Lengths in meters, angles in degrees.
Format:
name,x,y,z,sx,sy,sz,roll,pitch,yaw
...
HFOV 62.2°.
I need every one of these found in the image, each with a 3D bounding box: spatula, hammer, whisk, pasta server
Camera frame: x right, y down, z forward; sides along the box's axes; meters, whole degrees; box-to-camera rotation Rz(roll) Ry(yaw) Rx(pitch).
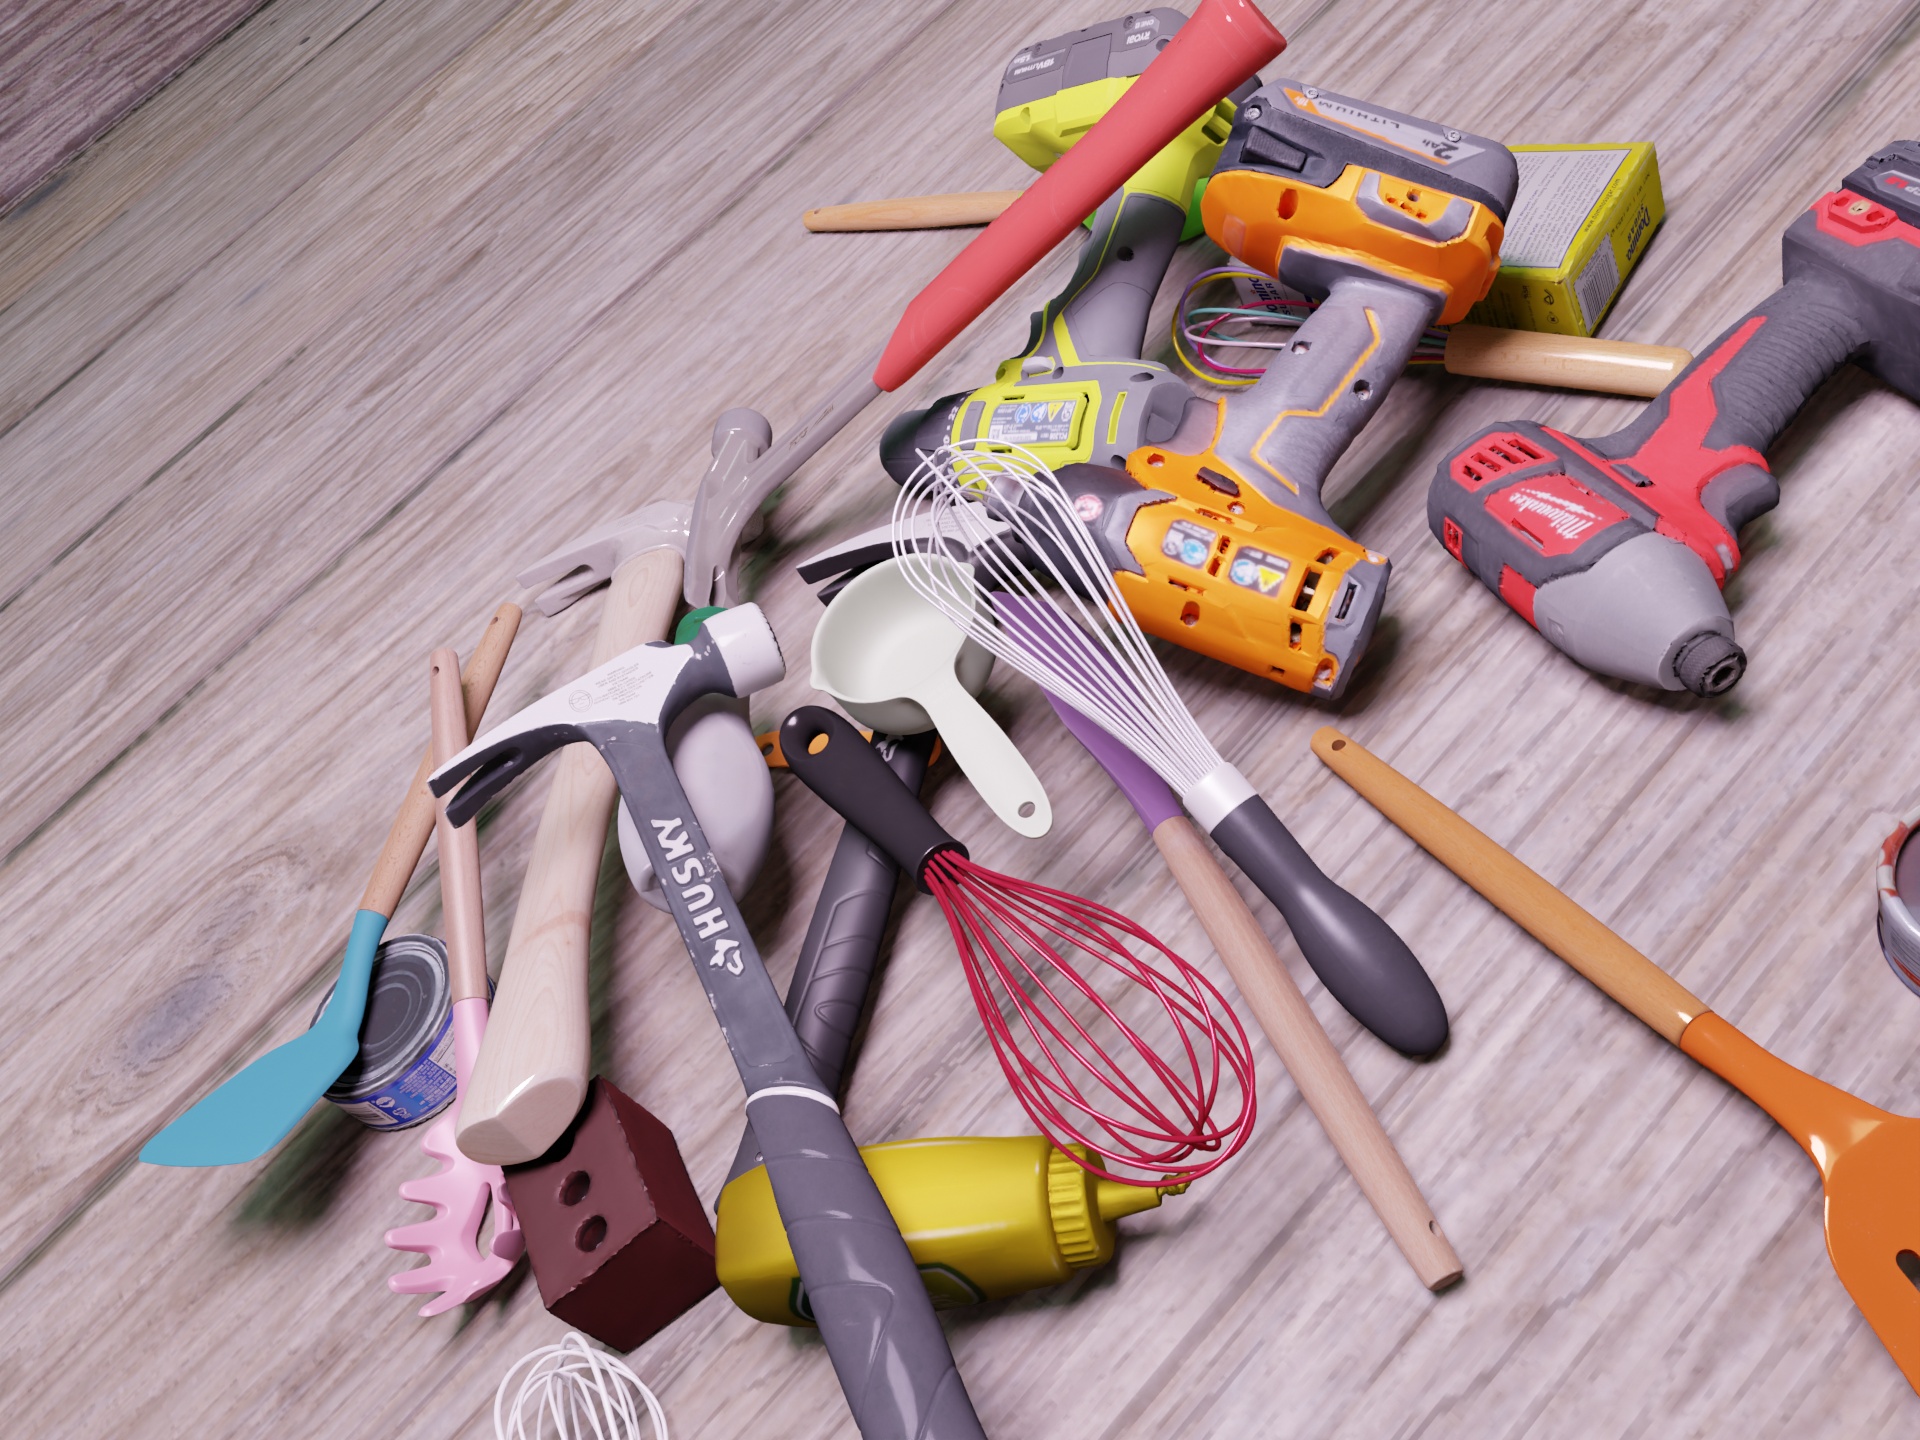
name,x,y,z,sx,sy,sz,roll,pitch,yaw
spatula,-0.272,0.064,0.746,0.082,0.044,0.318,-9,51,31
spatula,0.215,0.088,0.503,0.081,0.041,0.323,-38,39,-4
hammer,-0.003,-0.187,0.724,0.359,0.036,0.149,-36,36,30
whisk,0.203,-0.167,0.722,0.245,0.051,0.047,17,78,35
pasta server,-0.223,0.098,0.699,0.060,0.040,0.317,-25,59,18
whisk,-0.091,0.296,0.493,0.247,0.059,0.057,51,123,43
hammer,-0.181,0.027,0.746,0.146,0.038,0.411,-21,37,17
whisk,0.072,0.004,0.569,0.070,0.070,0.285,-38,73,-4
hammer,-0.068,0.115,0.529,0.149,0.036,0.409,-23,49,-11
hammer,-0.040,0.046,0.670,0.146,0.035,0.335,-3,56,29
whisk,0.003,0.063,0.574,0.073,0.073,0.296,-41,41,-7
spatula,0.089,0.058,0.576,0.018,0.059,0.316,-54,45,30

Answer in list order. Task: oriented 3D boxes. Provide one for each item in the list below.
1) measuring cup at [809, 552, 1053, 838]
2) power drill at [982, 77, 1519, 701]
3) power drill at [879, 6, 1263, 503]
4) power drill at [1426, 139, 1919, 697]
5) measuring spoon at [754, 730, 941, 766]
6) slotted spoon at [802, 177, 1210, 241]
name,x,y,z,sx,sy,sz,roll,pitch,yaw
measuring cup,-0.001,-0.002,0.636,0.083,0.038,0.168,-37,49,1
power drill,0.117,-0.138,0.647,0.164,0.084,0.226,21,81,11
power drill,0.049,-0.210,0.778,0.191,0.080,0.228,9,83,47
power drill,0.297,-0.102,0.580,0.219,0.078,0.143,-35,42,5
measuring spoon,-0.056,0.015,0.740,0.117,0.011,0.021,-1,56,35
slotted spoon,0.017,-0.311,0.965,0.314,0.031,0.070,11,60,39
